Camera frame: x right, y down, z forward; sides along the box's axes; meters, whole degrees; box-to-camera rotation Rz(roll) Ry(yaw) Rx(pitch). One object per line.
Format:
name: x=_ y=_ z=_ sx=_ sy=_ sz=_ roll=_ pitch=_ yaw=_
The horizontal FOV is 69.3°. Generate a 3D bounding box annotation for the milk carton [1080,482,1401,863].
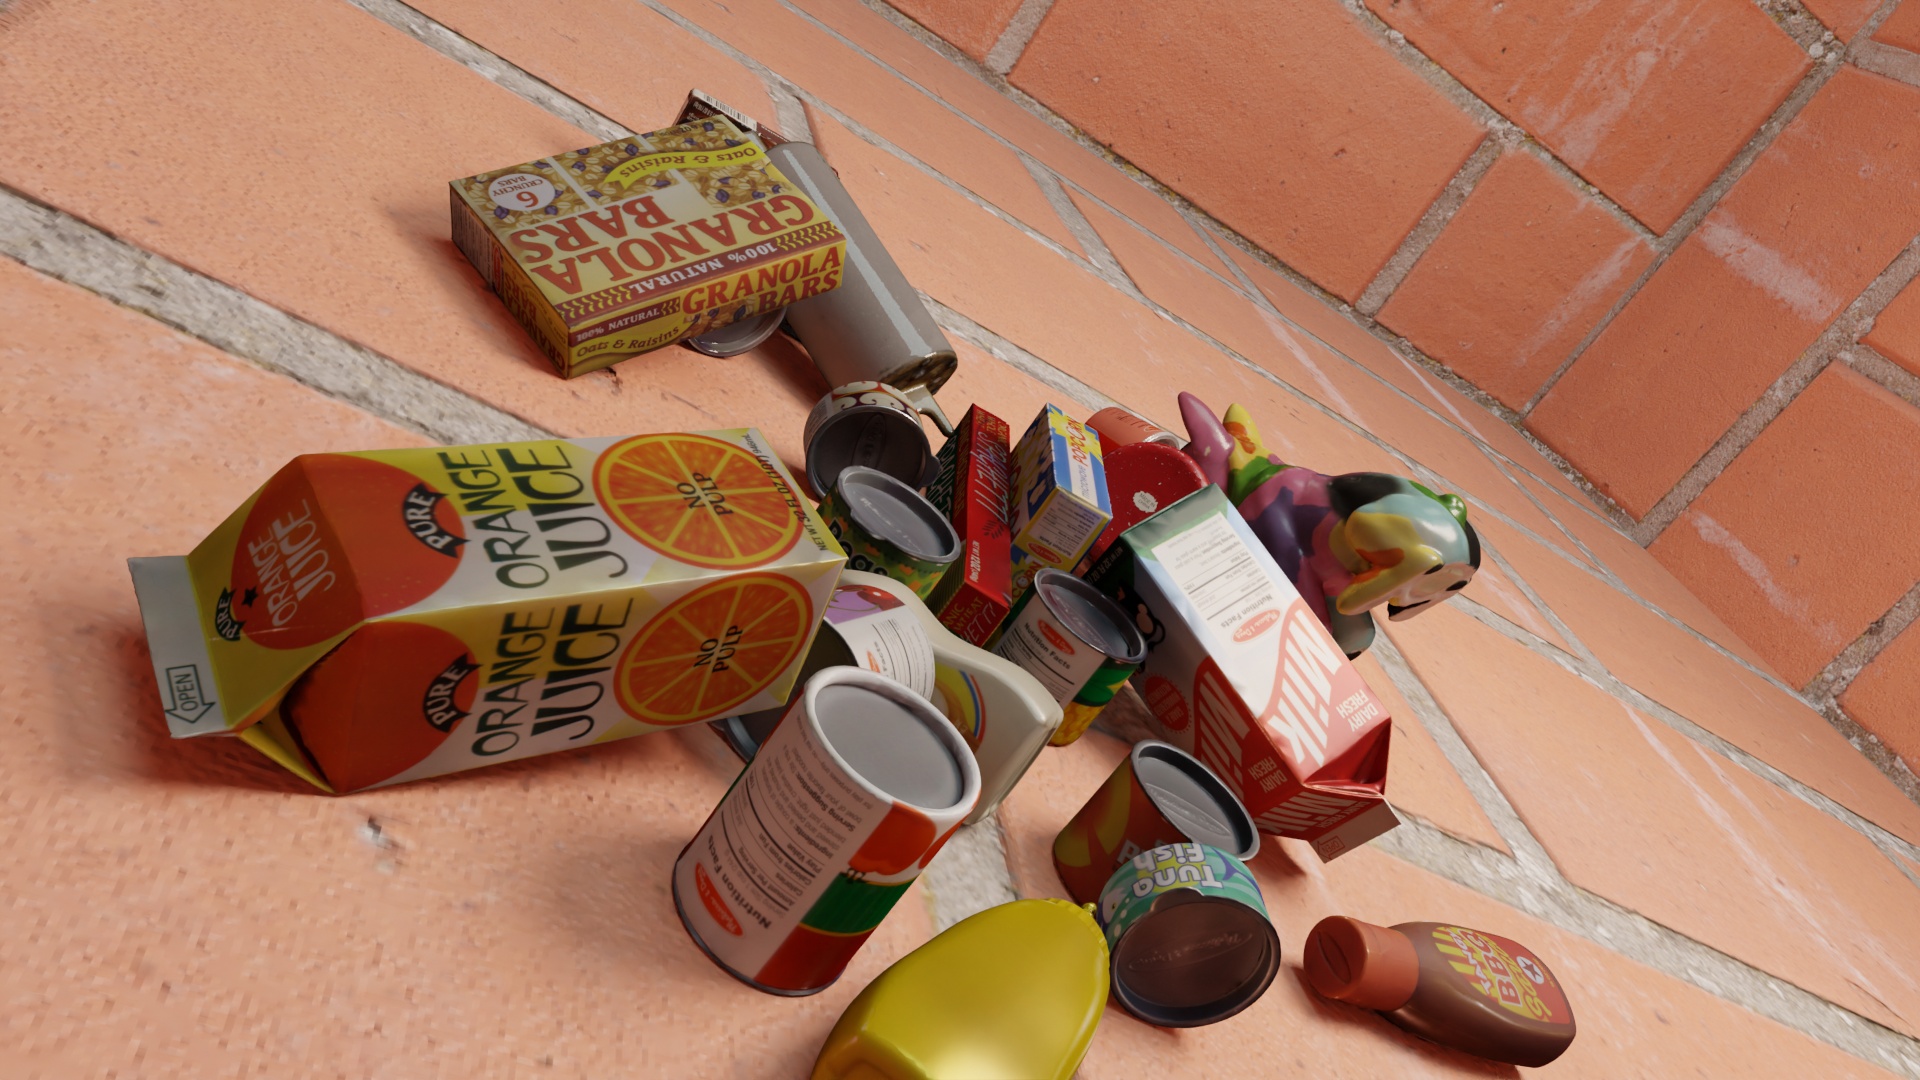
milk carton: x=0.146 y=0.074 z=0.709 sx=0.074 sy=0.072 sz=0.191 roll=-27 pitch=74 yaw=-31

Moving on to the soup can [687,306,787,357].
soup can: x=-0.149 y=-0.159 z=0.809 sx=0.071 sy=0.071 sz=0.084 roll=11 pitch=32 yaw=-47

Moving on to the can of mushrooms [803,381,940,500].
can of mushrooms: x=-0.048 y=-0.048 z=0.736 sx=0.071 sy=0.070 sz=0.033 roll=26 pitch=22 yaw=-24

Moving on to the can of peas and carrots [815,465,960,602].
can of peas and carrots: x=-0.044 y=0.009 z=0.638 sx=0.071 sy=0.058 sz=0.071 roll=30 pitch=23 yaw=-14

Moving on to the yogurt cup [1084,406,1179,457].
yogurt cup: x=0.118 y=-0.062 z=1.014 sx=0.054 sy=0.072 sz=0.072 roll=40 pitch=20 yaw=33

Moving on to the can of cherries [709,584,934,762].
can of cherries: x=-0.053 y=0.052 z=0.531 sx=0.071 sy=0.071 sz=0.058 roll=42 pitch=22 yaw=15

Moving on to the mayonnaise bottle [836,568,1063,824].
mayonnaise bottle: x=-0.032 y=0.049 z=0.576 sx=0.148 sy=0.064 sz=0.041 roll=38 pitch=12 yaw=15

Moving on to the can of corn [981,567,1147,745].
can of corn: x=0.049 y=0.057 z=0.679 sx=0.071 sy=0.058 sz=0.071 roll=30 pitch=22 yaw=-14

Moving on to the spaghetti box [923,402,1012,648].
spaghetti box: x=0.003 y=-0.009 z=0.756 sx=0.028 sy=0.050 sz=0.251 roll=32 pitch=22 yaw=-13

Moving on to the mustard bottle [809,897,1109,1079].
mustard bottle: x=0.014 y=0.152 z=0.449 sx=0.065 sy=0.048 sz=0.160 roll=43 pitch=22 yaw=16

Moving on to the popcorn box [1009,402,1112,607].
popcorn box: x=0.042 y=-0.015 z=0.778 sx=0.038 sy=0.085 sz=0.127 roll=30 pitch=23 yaw=-12

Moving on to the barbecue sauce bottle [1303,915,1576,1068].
barbecue sauce bottle: x=0.223 y=0.207 z=0.652 sx=0.148 sy=0.043 sz=0.065 roll=22 pitch=27 yaw=-31

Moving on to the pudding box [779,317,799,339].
pudding box: x=-0.087 y=-0.144 z=0.922 sx=0.084 sy=0.030 sz=0.050 roll=35 pitch=23 yaw=-3

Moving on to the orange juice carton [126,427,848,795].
orange juice carton: x=-0.140 y=0.018 z=0.426 sx=0.193 sy=0.072 sz=0.072 roll=-7 pitch=46 yaw=-38

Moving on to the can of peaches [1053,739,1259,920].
can of peaches: x=0.082 y=0.128 z=0.583 sx=0.071 sy=0.058 sz=0.071 roll=31 pitch=23 yaw=-14

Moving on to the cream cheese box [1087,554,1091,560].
cream cheese box: x=0.099 y=-0.004 z=0.919 sx=0.053 sy=0.024 sz=0.104 roll=12 pitch=32 yaw=-48

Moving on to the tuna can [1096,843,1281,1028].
tuna can: x=0.086 y=0.149 z=0.532 sx=0.071 sy=0.071 sz=0.033 roll=29 pitch=21 yaw=-18

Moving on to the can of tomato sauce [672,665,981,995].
can of tomato sauce: x=-0.041 y=0.091 z=0.444 sx=0.071 sy=0.082 sz=0.071 roll=30 pitch=23 yaw=-14

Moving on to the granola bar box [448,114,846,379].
granola bar box: x=-0.162 y=-0.160 z=0.730 sx=0.166 sy=0.038 sz=0.124 roll=-26 pitch=60 yaw=-32
